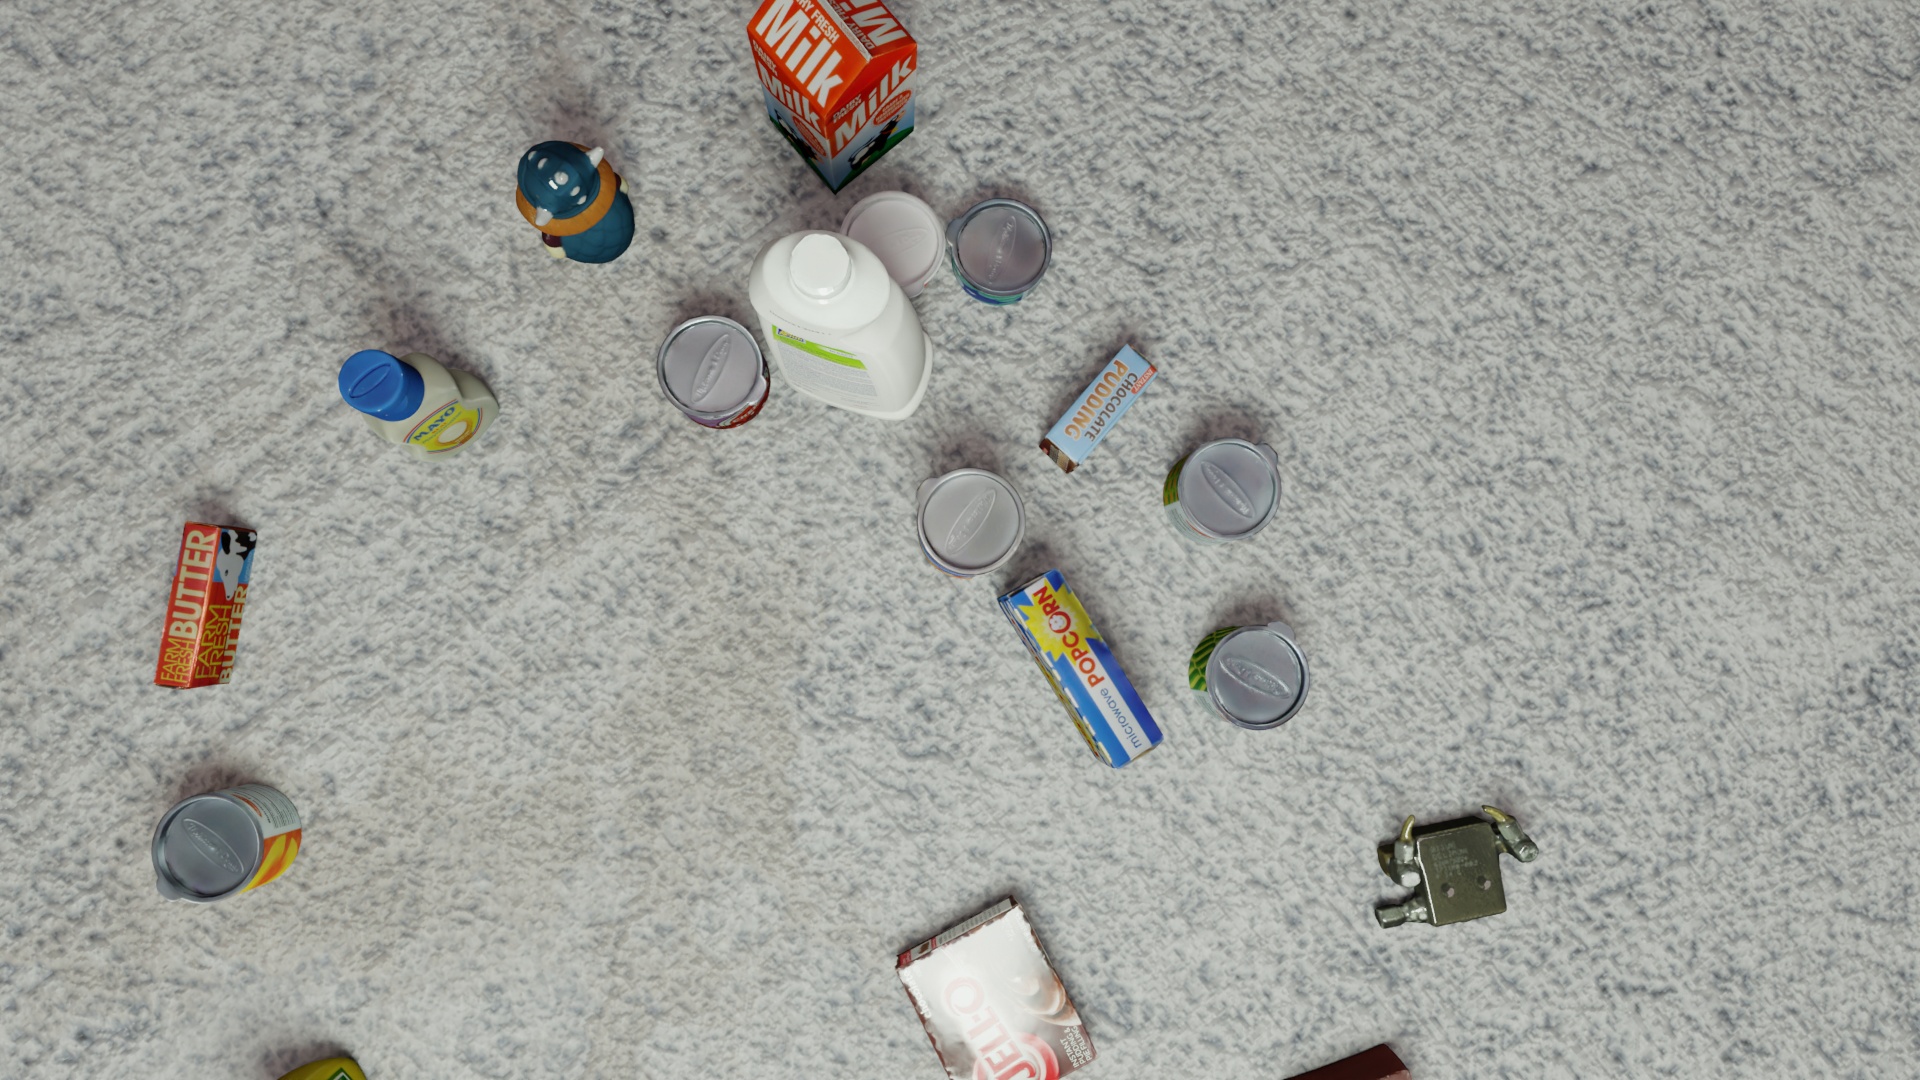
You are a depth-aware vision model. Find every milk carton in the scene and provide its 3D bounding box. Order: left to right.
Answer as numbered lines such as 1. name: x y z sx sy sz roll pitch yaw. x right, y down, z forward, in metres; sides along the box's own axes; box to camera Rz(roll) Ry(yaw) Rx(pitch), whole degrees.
1. milk carton: -0.076 -0.286 0.847 0.073 0.190 0.072 -41 89 -4

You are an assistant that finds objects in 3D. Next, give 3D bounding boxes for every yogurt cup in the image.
1. yogurt cup: -0.045 -0.189 0.910 0.072 0.054 0.072 0 86 -2

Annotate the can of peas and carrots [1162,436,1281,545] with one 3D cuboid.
1. can of peas and carrots: 0.171 -0.033 0.905 0.071 0.058 0.071 0 86 -2

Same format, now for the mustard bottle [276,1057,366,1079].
1. mustard bottle: -0.391 0.349 0.801 0.049 0.160 0.065 -19 87 -3

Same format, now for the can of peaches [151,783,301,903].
1. can of peaches: -0.455 0.188 0.862 0.071 0.058 0.071 0 86 -2

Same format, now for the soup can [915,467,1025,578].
1. soup can: 0.003 -0.011 0.884 0.071 0.083 0.071 0 86 -2

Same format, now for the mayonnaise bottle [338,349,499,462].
1. mayonnaise bottle: -0.330 -0.084 0.842 0.065 0.148 0.041 -41 89 -4

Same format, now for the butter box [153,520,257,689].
1. butter box: -0.474 0.041 0.875 0.024 0.053 0.103 9 86 -2

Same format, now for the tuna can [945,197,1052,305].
1. tuna can: 0.024 -0.192 0.924 0.071 0.033 0.071 0 86 -2

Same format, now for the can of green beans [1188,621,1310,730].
1. can of green beans: 0.185 0.087 0.897 0.071 0.058 0.071 0 86 -2

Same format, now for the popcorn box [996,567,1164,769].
1. popcorn box: 0.074 0.080 0.879 0.038 0.085 0.126 -32 88 -4

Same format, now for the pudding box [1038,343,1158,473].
1. pudding box: 0.090 -0.085 0.910 0.030 0.049 0.084 41 85 1

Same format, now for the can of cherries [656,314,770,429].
1. can of cherries: -0.156 -0.105 0.897 0.071 0.058 0.071 0 86 -2
